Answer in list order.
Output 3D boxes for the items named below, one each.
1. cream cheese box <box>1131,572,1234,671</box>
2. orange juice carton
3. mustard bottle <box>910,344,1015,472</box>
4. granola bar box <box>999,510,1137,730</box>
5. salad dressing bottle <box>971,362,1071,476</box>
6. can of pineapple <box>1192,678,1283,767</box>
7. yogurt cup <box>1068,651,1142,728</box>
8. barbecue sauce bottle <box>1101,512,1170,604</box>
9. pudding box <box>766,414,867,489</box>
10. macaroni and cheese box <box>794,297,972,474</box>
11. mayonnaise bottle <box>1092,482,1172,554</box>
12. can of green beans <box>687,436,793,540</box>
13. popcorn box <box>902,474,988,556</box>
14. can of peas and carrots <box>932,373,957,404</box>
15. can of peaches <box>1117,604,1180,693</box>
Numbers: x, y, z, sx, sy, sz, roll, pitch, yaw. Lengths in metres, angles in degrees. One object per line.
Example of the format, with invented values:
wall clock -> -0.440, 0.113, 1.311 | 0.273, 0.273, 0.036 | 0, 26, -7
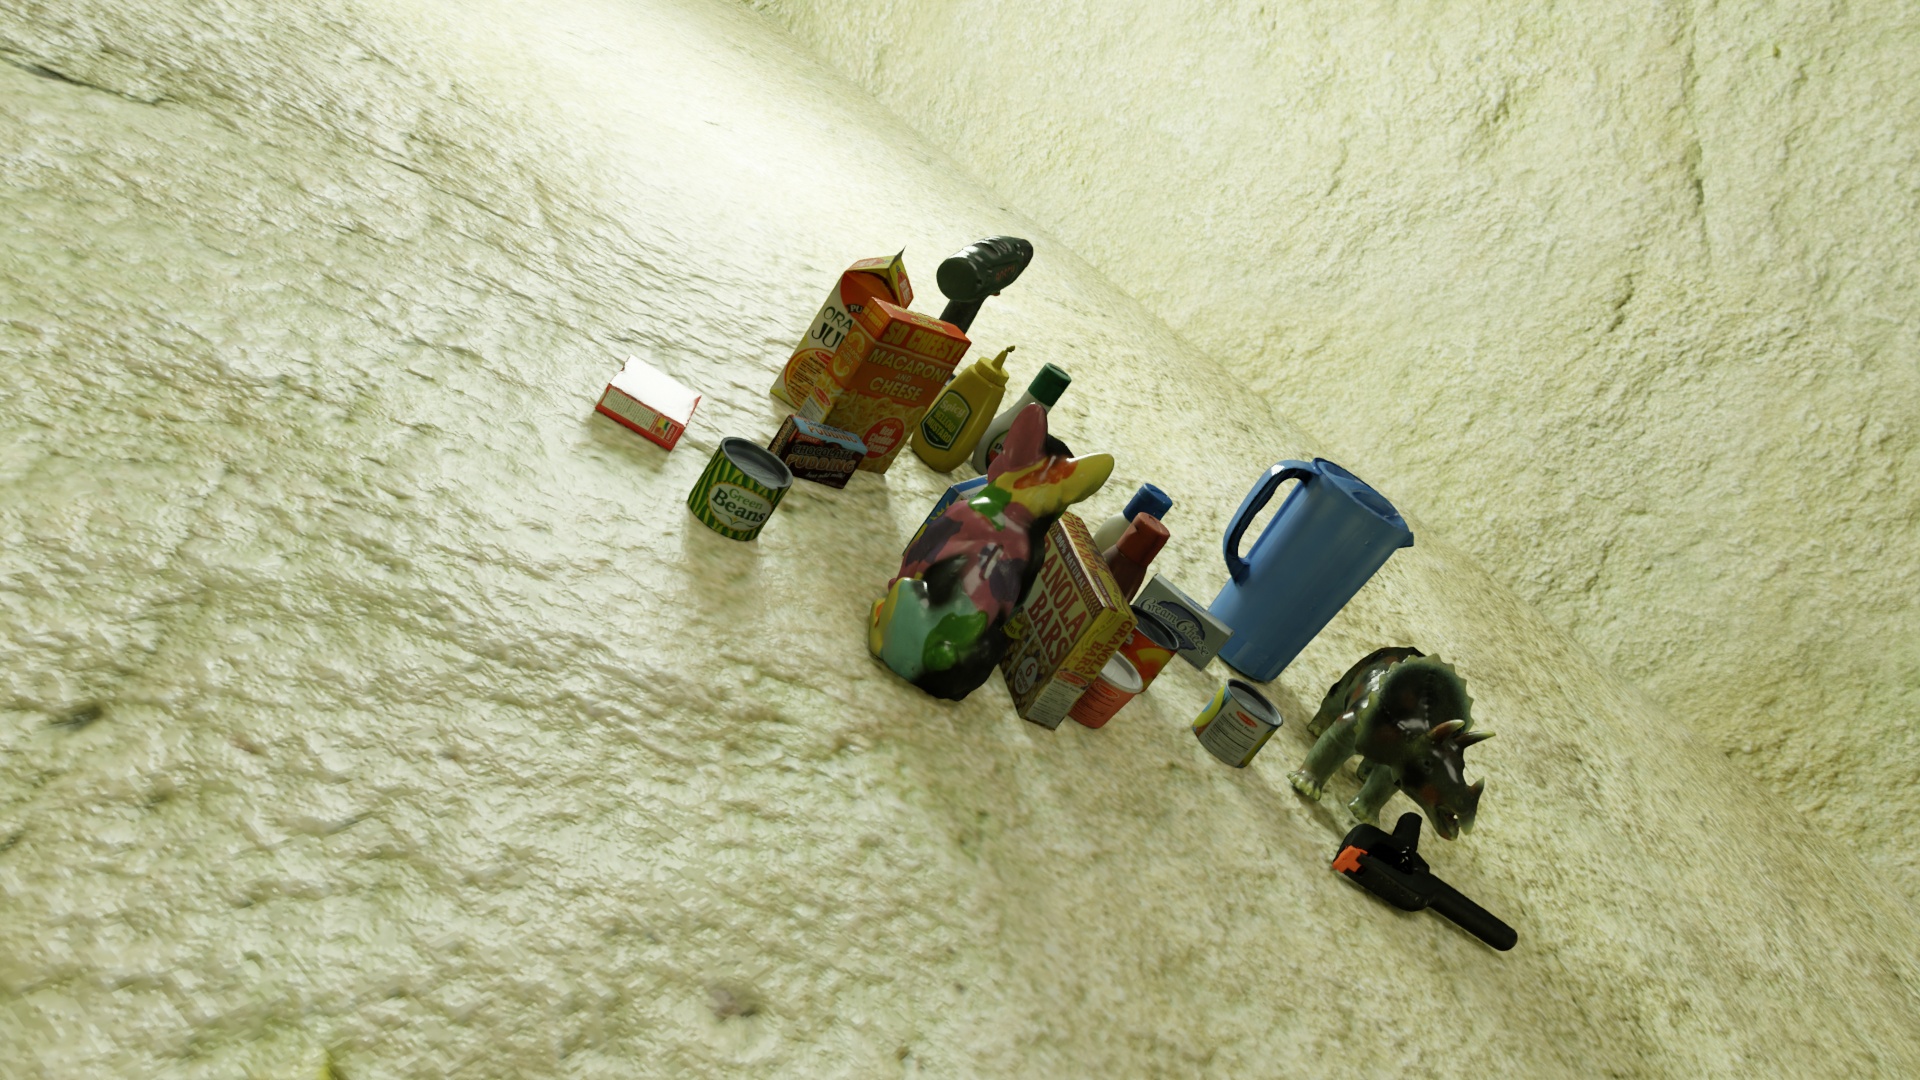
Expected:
cream cheese box -> 0.234, 0.087, 1.483 | 0.104, 0.053, 0.024 | 39, 20, 10
orange juice carton -> -0.111, -0.217, 1.421 | 0.073, 0.192, 0.072 | 34, 20, -5
mustard bottle -> 0.009, -0.149, 1.503 | 0.065, 0.159, 0.049 | 44, 21, 22
granola bar box -> 0.079, 0.062, 1.193 | 0.039, 0.123, 0.166 | 25, 22, -26
salad dressing bottle -> 0.071, -0.134, 1.584 | 0.064, 0.147, 0.044 | 24, 22, -28
can of pineapple -> 0.266, 0.175, 1.332 | 0.071, 0.057, 0.071 | 31, 21, -13
yogurt cup -> 0.117, 0.126, 1.213 | 0.072, 0.053, 0.073 | 31, 21, -13
barbecue sauce bottle -> 0.139, 0.042, 1.299 | 0.043, 0.148, 0.065 | 26, 22, -24
pudding box -> -0.134, -0.083, 1.291 | 0.084, 0.049, 0.030 | 15, 28, -43
macaroni and cheese box -> -0.081, -0.148, 1.350 | 0.124, 0.166, 0.040 | 9, 33, -51
mayonnaise bottle -> 0.156, 0.010, 1.397 | 0.065, 0.147, 0.041 | 14, 29, -46
can of green beans -> -0.178, -0.042, 1.120 | 0.071, 0.057, 0.071 | 31, 21, -13
popcorn box -> 0.005, -0.016, 1.309 | 0.038, 0.085, 0.127 | 40, 21, 12
can of peas and carrots -> -0.031, -0.169, 1.631 | 0.071, 0.058, 0.071 | 31, 21, -13
can of peaches -> 0.166, 0.103, 1.334 | 0.071, 0.058, 0.071 | 31, 21, -13
